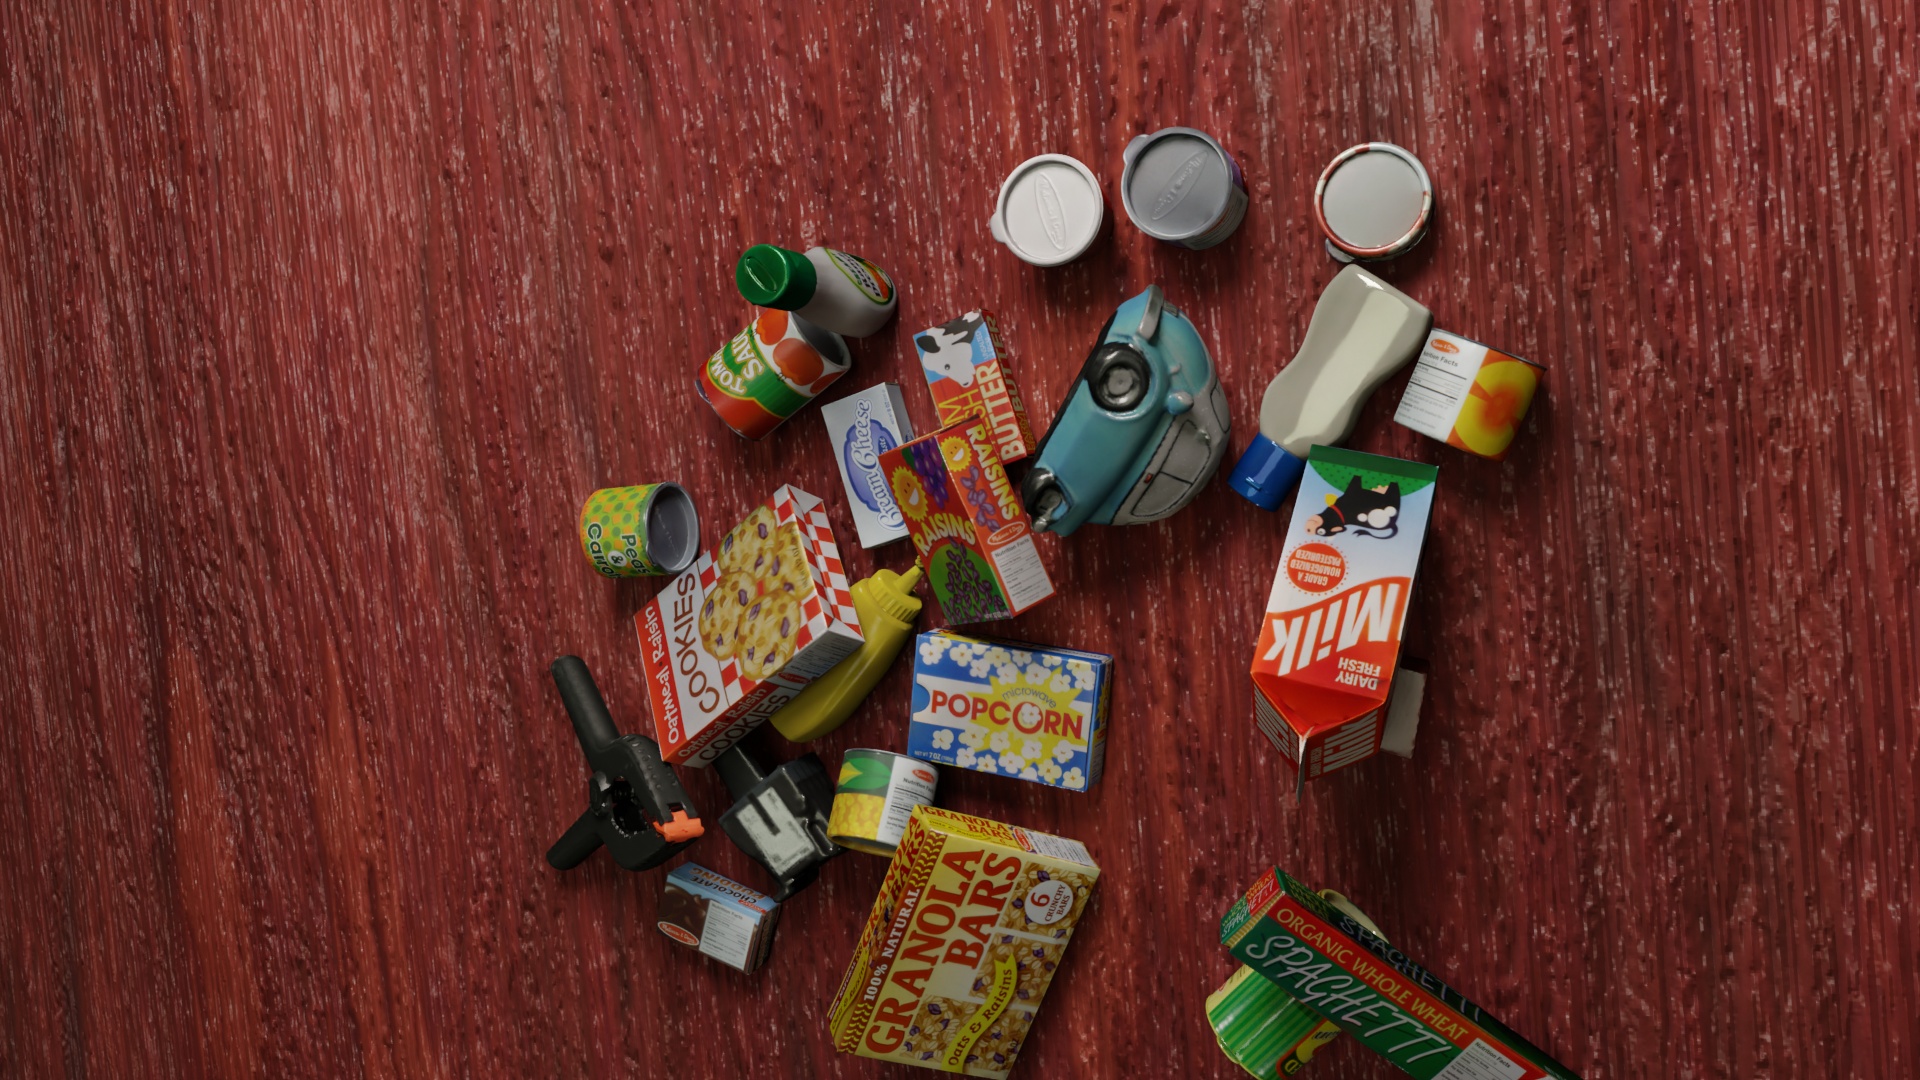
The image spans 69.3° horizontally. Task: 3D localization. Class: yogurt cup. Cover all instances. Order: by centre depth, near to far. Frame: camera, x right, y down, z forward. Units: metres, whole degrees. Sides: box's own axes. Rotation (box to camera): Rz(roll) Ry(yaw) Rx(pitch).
[{"bbox_3d":[0.063,-0.203,0.869,0.072,0.054,0.072,2,95,21],"label":"yogurt cup"}]

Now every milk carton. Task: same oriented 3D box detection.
[{"bbox_3d":[0.209,0.048,0.771,0.073,0.072,0.191,12,64,20],"label":"milk carton"}]

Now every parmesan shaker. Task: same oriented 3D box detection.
[{"bbox_3d":[0.206,0.270,0.837,0.071,0.071,0.103,44,108,13],"label":"parmesan shaker"}]

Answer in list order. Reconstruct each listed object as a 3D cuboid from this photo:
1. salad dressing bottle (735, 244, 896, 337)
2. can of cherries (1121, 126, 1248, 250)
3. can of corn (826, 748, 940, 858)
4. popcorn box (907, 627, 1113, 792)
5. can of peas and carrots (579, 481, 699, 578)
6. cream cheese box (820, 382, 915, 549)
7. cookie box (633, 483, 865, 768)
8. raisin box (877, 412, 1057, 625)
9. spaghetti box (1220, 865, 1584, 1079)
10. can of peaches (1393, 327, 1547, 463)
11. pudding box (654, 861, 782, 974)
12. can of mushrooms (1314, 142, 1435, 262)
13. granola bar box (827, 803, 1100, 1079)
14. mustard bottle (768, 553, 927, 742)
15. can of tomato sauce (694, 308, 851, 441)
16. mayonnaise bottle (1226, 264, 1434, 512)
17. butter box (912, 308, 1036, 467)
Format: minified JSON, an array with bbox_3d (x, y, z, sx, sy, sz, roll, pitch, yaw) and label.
[{"bbox_3d":[-0.090,-0.161,0.881,0.044,0.148,0.064,-44,79,19],"label":"salad dressing bottle"},{"bbox_3d":[0.135,-0.213,0.839,0.071,0.058,0.071,2,96,22],"label":"can of cherries"},{"bbox_3d":[-0.053,0.176,0.925,0.071,0.071,0.058,3,67,21],"label":"can of corn"},{"bbox_3d":[0.033,0.109,0.912,0.127,0.038,0.085,8,98,20],"label":"popcorn box"},{"bbox_3d":[-0.229,-0.005,0.988,0.058,0.071,0.071,-5,92,22],"label":"can of peas and carrots"},{"bbox_3d":[-0.054,-0.050,0.942,0.053,0.024,0.104,-18,87,23],"label":"cream cheese box"},{"bbox_3d":[-0.147,0.060,0.944,0.167,0.040,0.123,-38,52,24],"label":"cookie box"},{"bbox_3d":[0.003,-0.011,0.882,0.086,0.040,0.123,-14,101,62],"label":"raisin box"},{"bbox_3d":[0.256,0.270,0.787,0.250,0.029,0.050,36,106,-11],"label":"spaghetti box"},{"bbox_3d":[0.289,-0.081,0.785,0.071,0.071,0.058,25,102,18],"label":"can of peaches"},{"bbox_3d":[-0.176,0.273,1.009,0.084,0.030,0.049,17,101,19],"label":"pudding box"},{"bbox_3d":[0.240,-0.195,0.812,0.071,0.033,0.071,2,95,20],"label":"can of mushrooms"},{"bbox_3d":[0.001,0.261,0.900,0.124,0.039,0.165,18,103,-20],"label":"granola bar box"},{"bbox_3d":[-0.071,0.068,0.943,0.160,0.049,0.065,-46,68,17],"label":"mustard bottle"},{"bbox_3d":[-0.127,-0.118,0.941,0.083,0.071,0.071,-36,81,19],"label":"can of tomato sauce"},{"bbox_3d":[0.214,-0.087,0.827,0.065,0.041,0.147,38,107,18],"label":"mayonnaise bottle"},{"bbox_3d":[0.010,-0.095,0.913,0.053,0.024,0.103,-20,86,22],"label":"butter box"}]
